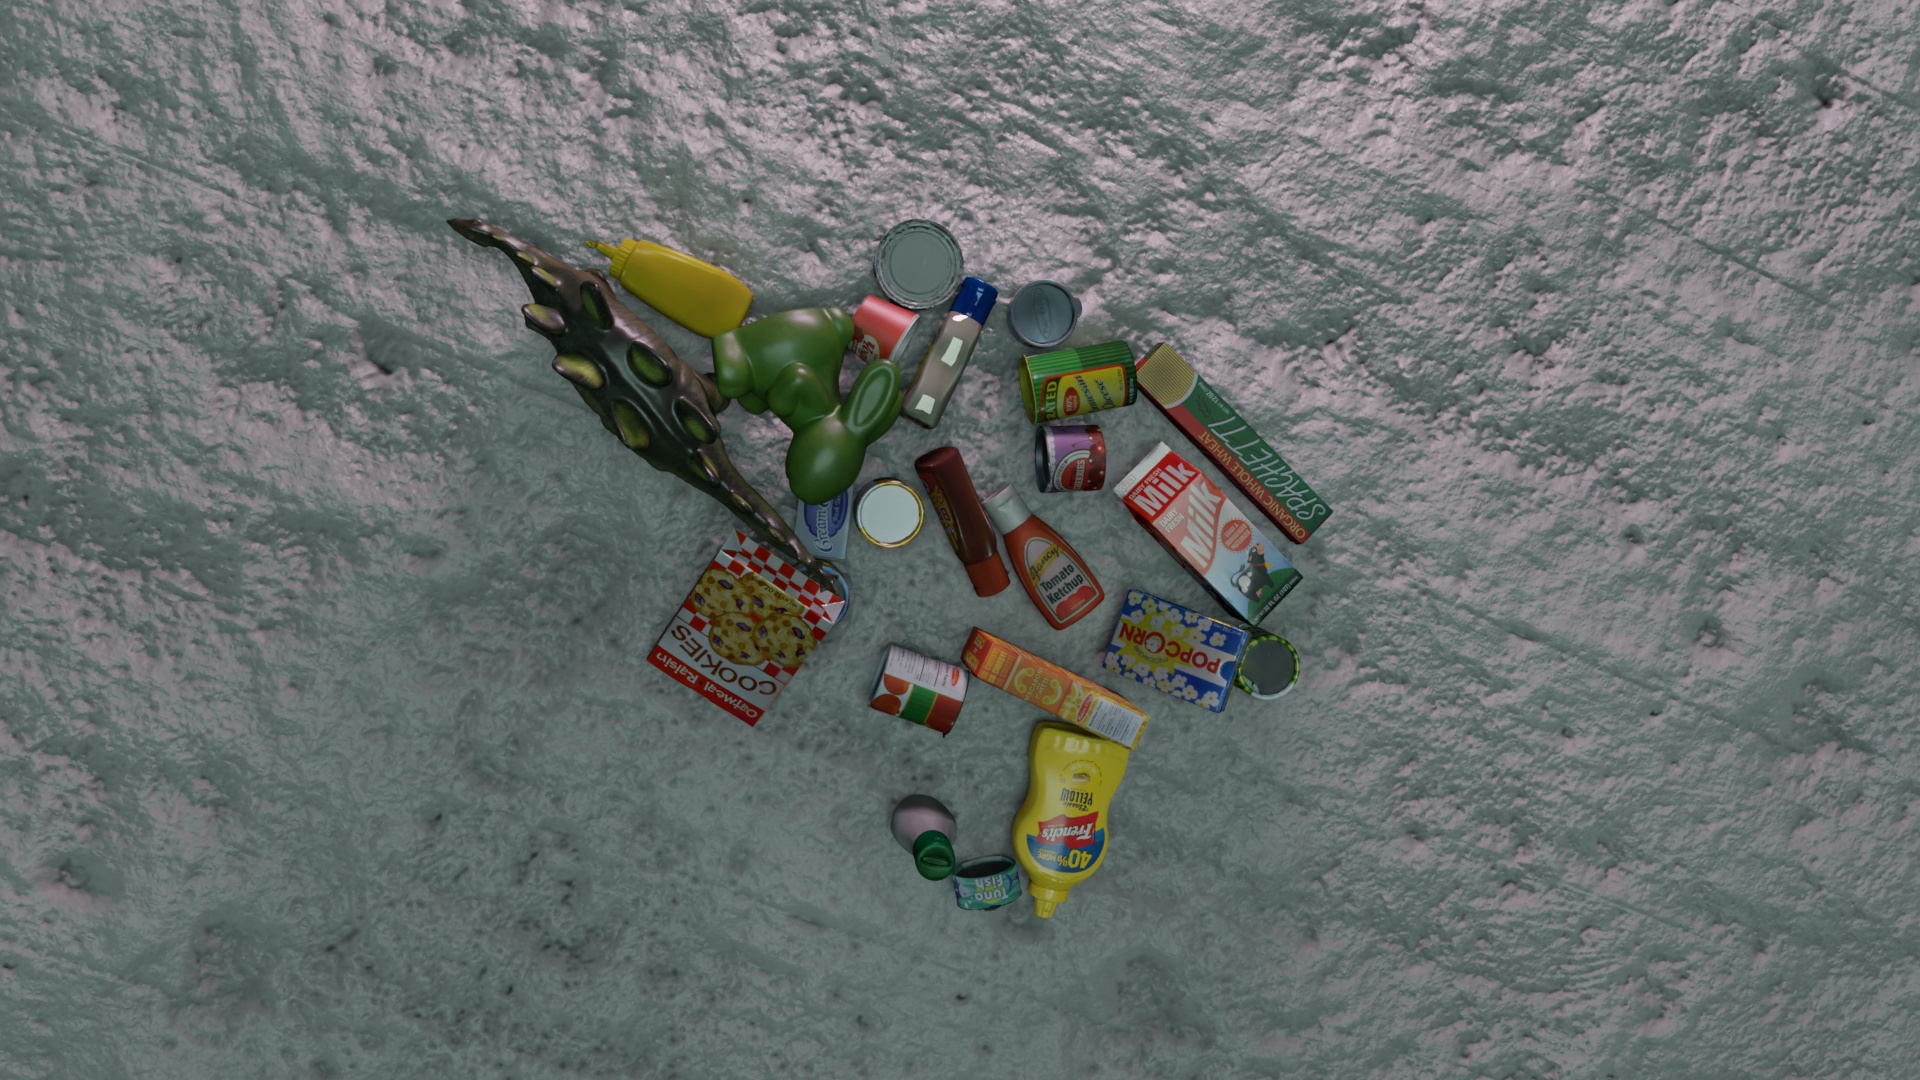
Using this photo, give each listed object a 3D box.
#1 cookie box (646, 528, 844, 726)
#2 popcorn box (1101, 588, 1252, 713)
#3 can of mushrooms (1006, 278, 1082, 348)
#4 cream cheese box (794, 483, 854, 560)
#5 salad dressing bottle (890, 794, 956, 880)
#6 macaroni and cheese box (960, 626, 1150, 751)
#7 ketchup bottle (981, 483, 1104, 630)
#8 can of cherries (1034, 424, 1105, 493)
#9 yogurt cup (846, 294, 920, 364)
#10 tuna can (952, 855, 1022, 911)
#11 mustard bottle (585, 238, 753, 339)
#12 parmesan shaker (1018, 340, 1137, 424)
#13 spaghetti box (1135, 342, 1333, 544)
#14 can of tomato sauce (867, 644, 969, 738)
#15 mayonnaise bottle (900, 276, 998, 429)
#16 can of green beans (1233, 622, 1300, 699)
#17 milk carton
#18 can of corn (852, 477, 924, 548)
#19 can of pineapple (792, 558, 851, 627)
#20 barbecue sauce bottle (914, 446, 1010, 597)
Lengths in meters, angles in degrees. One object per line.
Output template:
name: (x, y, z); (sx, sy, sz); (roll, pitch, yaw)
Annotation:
cookie box: (-0.203, 0.086, 1.298); (0.123, 0.040, 0.166); (34, 124, -8)
popcorn box: (0.213, 0.108, 1.371); (0.127, 0.038, 0.085); (20, 91, 22)
can of mushrooms: (0.082, -0.221, 1.358); (0.071, 0.033, 0.071); (-1, 94, -7)
cream cheese box: (-0.132, -0.034, 1.348); (0.053, 0.024, 0.103); (7, 93, -8)
salad dressing bottle: (-0.032, 0.283, 1.323); (0.064, 0.148, 0.044); (12, 93, -8)
macaroni and cheese box: (0.087, 0.142, 1.340); (0.166, 0.124, 0.040); (25, 90, -8)
ketchup bottle: (0.077, 0.013, 1.370); (0.065, 0.043, 0.148); (-36, 97, -3)
can of cherries: (0.107, -0.078, 1.353); (0.058, 0.071, 0.071); (-2, 95, -8)
yogurt cup: (-0.077, -0.198, 1.324); (0.054, 0.072, 0.072); (30, 90, -1)
tuna can: (0.026, 0.339, 1.374); (0.071, 0.071, 0.033); (-11, 95, -7)
mustard bottle: (-0.275, -0.244, 1.301); (0.160, 0.049, 0.065); (27, 90, -8)
parmesan shaker: (0.114, -0.156, 1.348); (0.103, 0.071, 0.071); (-11, 96, -6)
spaghetti box: (0.272, -0.096, 1.395); (0.250, 0.029, 0.050); (43, 89, -8)
can of tomato sauce: (-0.042, 0.146, 1.354); (0.083, 0.071, 0.071); (20, 92, -8)
mayonnaise bottle: (-0.011, -0.180, 1.336); (0.041, 0.065, 0.148); (26, 87, -5)
can of green beans: (0.301, 0.123, 1.401); (0.071, 0.058, 0.071); (-1, 95, -8)
milk carton: (0.240, -0.008, 1.375); (0.072, 0.073, 0.190); (-45, 98, -2)
can of corn: (-0.067, -0.026, 1.340); (0.071, 0.058, 0.071); (-1, 95, -7)
can of pineapple: (-0.139, 0.051, 1.337); (0.071, 0.058, 0.071); (-1, 94, -8)
barbecue sauce bottle: (0.005, -0.017, 1.351); (0.044, 0.065, 0.148); (-28, 106, -13)
